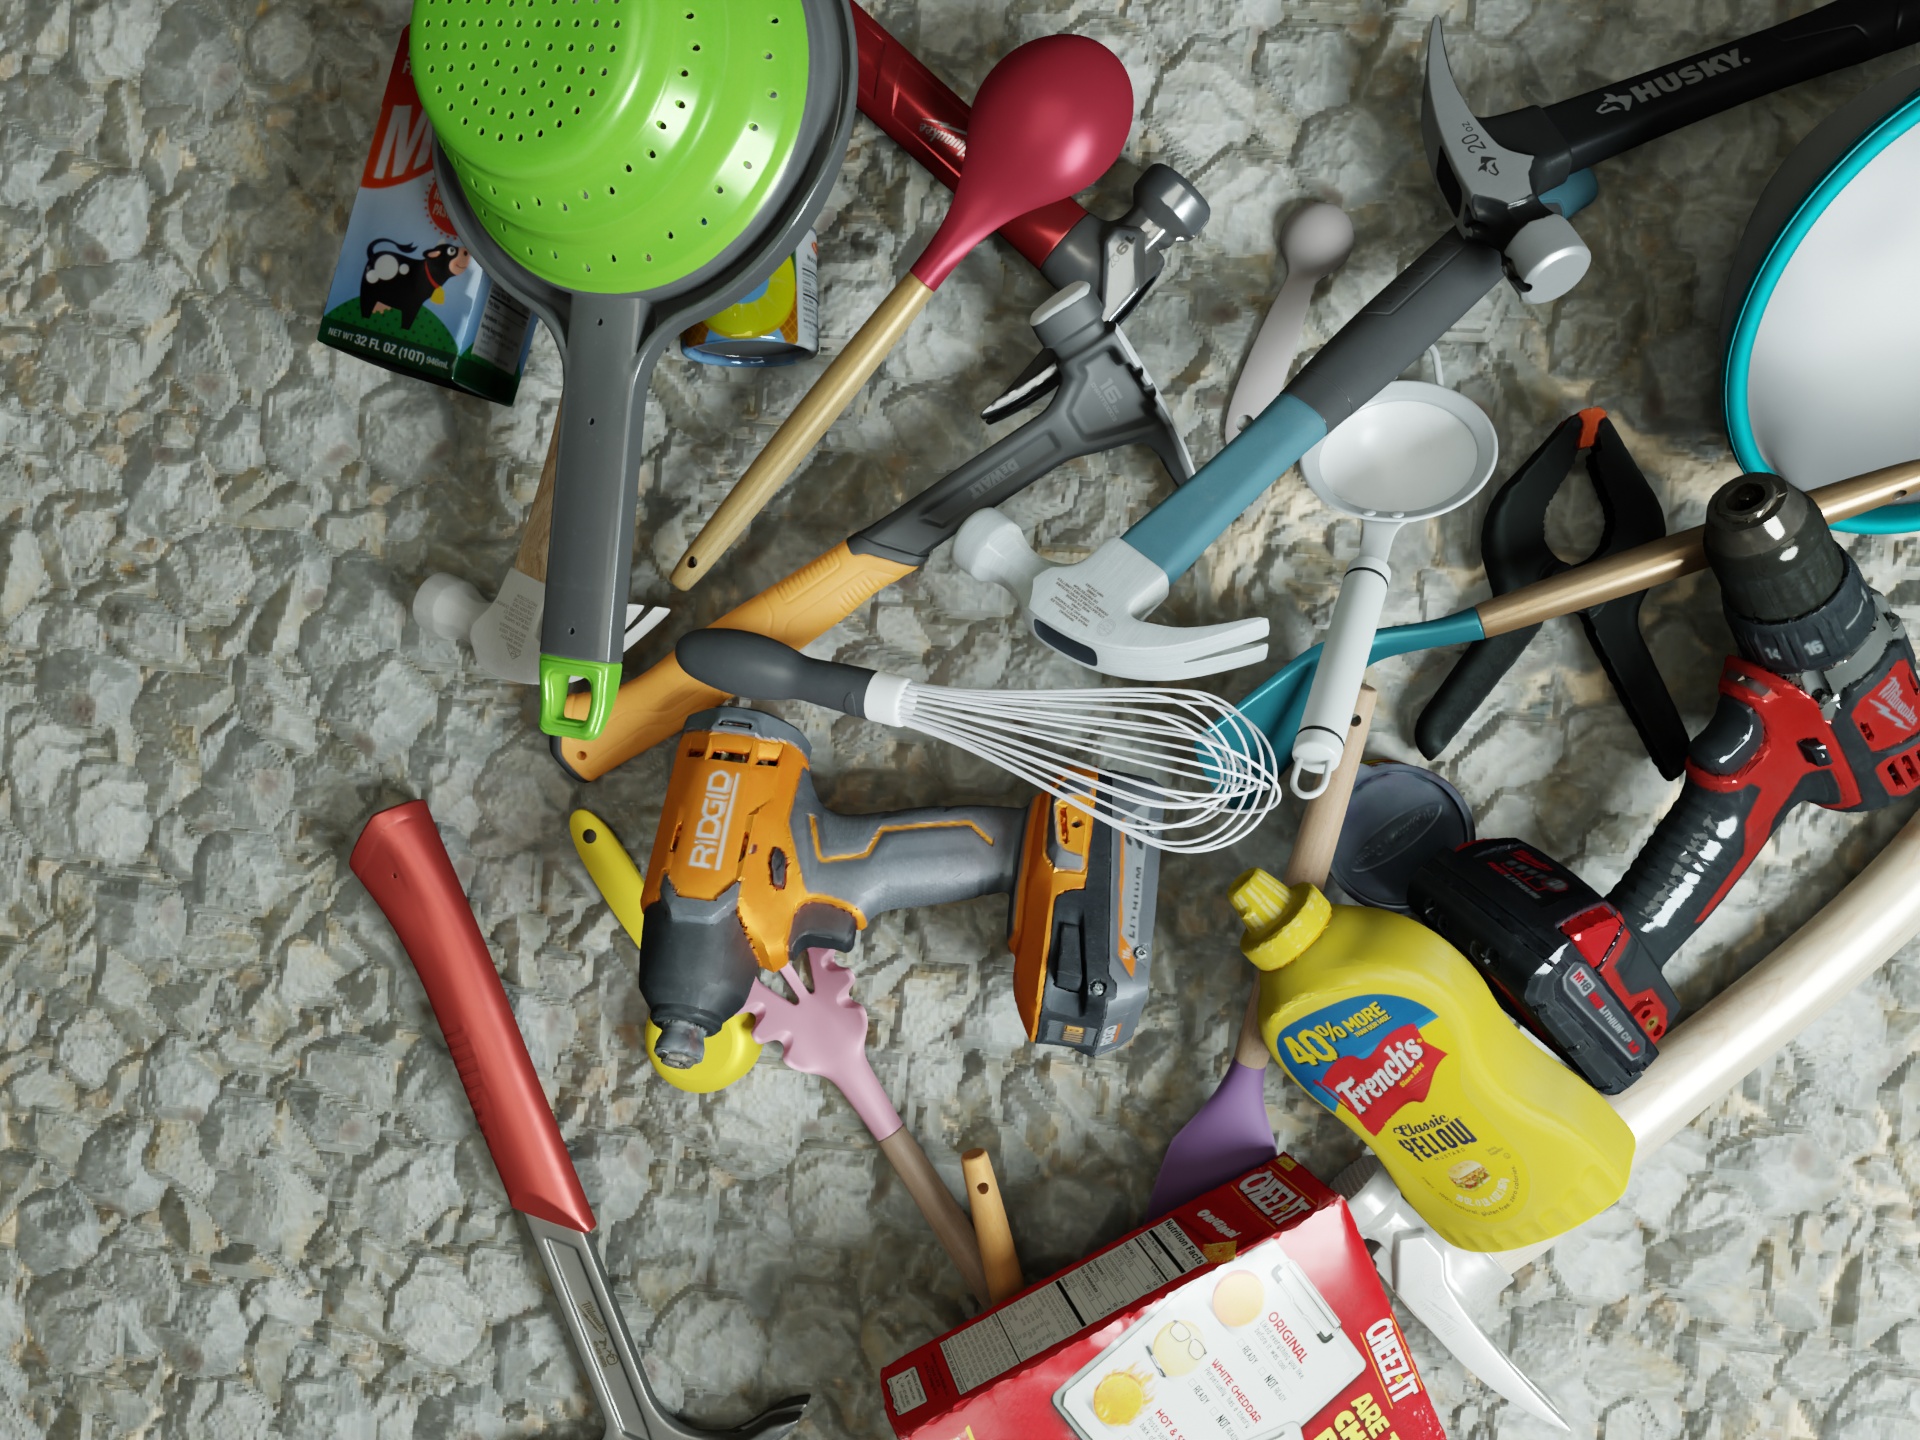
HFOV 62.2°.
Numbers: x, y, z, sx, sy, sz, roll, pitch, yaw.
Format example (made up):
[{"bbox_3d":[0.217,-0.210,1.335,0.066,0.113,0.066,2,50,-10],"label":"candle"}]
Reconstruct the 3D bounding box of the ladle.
[{"bbox_3d":[-0.035,-0.182,0.732,0.069,0.031,0.315,41,101,2],"label":"ladle"}]

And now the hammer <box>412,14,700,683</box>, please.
[{"bbox_3d":[-0.162,-0.173,0.730,0.130,0.031,0.331,25,104,26],"label":"hammer"}]

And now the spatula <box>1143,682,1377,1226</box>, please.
[{"bbox_3d":[0.140,0.132,0.717,0.060,0.018,0.315,13,109,5],"label":"spatula"}]

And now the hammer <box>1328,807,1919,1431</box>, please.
[{"bbox_3d":[0.365,0.140,0.719,0.410,0.038,0.146,-43,88,5],"label":"hammer"}]

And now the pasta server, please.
[{"bbox_3d":[-0.019,0.222,0.763,0.060,0.040,0.316,-33,88,-4],"label":"pasta server"}]

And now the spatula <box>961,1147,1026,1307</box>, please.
[{"bbox_3d":[0.045,0.353,0.741,0.081,0.041,0.322,-15,99,-6],"label":"spatula"}]

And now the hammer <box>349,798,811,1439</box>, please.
[{"bbox_3d":[-0.206,0.207,0.785,0.149,0.036,0.359,-22,89,6],"label":"hammer"}]

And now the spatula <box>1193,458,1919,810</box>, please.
[{"bbox_3d":[0.253,-0.042,0.686,0.317,0.082,0.044,-20,56,15],"label":"spatula"}]

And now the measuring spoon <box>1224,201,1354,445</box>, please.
[{"bbox_3d":[0.151,-0.185,0.746,0.034,0.018,0.124,21,94,6],"label":"measuring spoon"}]

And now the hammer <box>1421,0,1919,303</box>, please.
[{"bbox_3d":[0.364,-0.297,0.694,0.335,0.035,0.146,-21,62,-1],"label":"hammer"}]

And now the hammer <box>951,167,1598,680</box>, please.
[{"bbox_3d":[0.156,-0.142,0.689,0.331,0.033,0.128,-43,66,-13],"label":"hammer"}]

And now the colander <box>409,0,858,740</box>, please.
[{"bbox_3d":[-0.161,-0.186,0.655,0.204,0.094,0.397,9,96,19],"label":"colander"}]

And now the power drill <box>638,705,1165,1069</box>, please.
[{"bbox_3d":[-0.030,0.086,0.710,0.226,0.084,0.164,8,61,3],"label":"power drill"}]

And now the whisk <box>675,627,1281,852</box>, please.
[{"bbox_3d":[-0.001,-0.003,0.687,0.285,0.070,0.070,14,93,20],"label":"whisk"}]

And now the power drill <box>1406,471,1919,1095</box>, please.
[{"bbox_3d":[0.296,0.025,0.658,0.226,0.080,0.187,-45,126,1],"label":"power drill"}]

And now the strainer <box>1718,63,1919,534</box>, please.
[{"bbox_3d":[0.387,-0.237,0.622,0.211,0.095,0.340,-15,128,2],"label":"strainer"}]

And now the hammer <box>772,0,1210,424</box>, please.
[{"bbox_3d":[-0.070,-0.315,0.760,0.386,0.038,0.143,43,97,4],"label":"hammer"}]

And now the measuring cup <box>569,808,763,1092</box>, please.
[{"bbox_3d":[-0.152,0.112,0.779,0.062,0.029,0.156,-32,89,6],"label":"measuring cup"}]

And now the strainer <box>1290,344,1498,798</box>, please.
[{"bbox_3d":[0.176,-0.066,0.687,0.087,0.050,0.259,9,52,22],"label":"strainer"}]

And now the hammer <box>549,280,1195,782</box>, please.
[{"bbox_3d":[-0.050,-0.062,0.753,0.337,0.034,0.127,-31,110,11],"label":"hammer"}]
